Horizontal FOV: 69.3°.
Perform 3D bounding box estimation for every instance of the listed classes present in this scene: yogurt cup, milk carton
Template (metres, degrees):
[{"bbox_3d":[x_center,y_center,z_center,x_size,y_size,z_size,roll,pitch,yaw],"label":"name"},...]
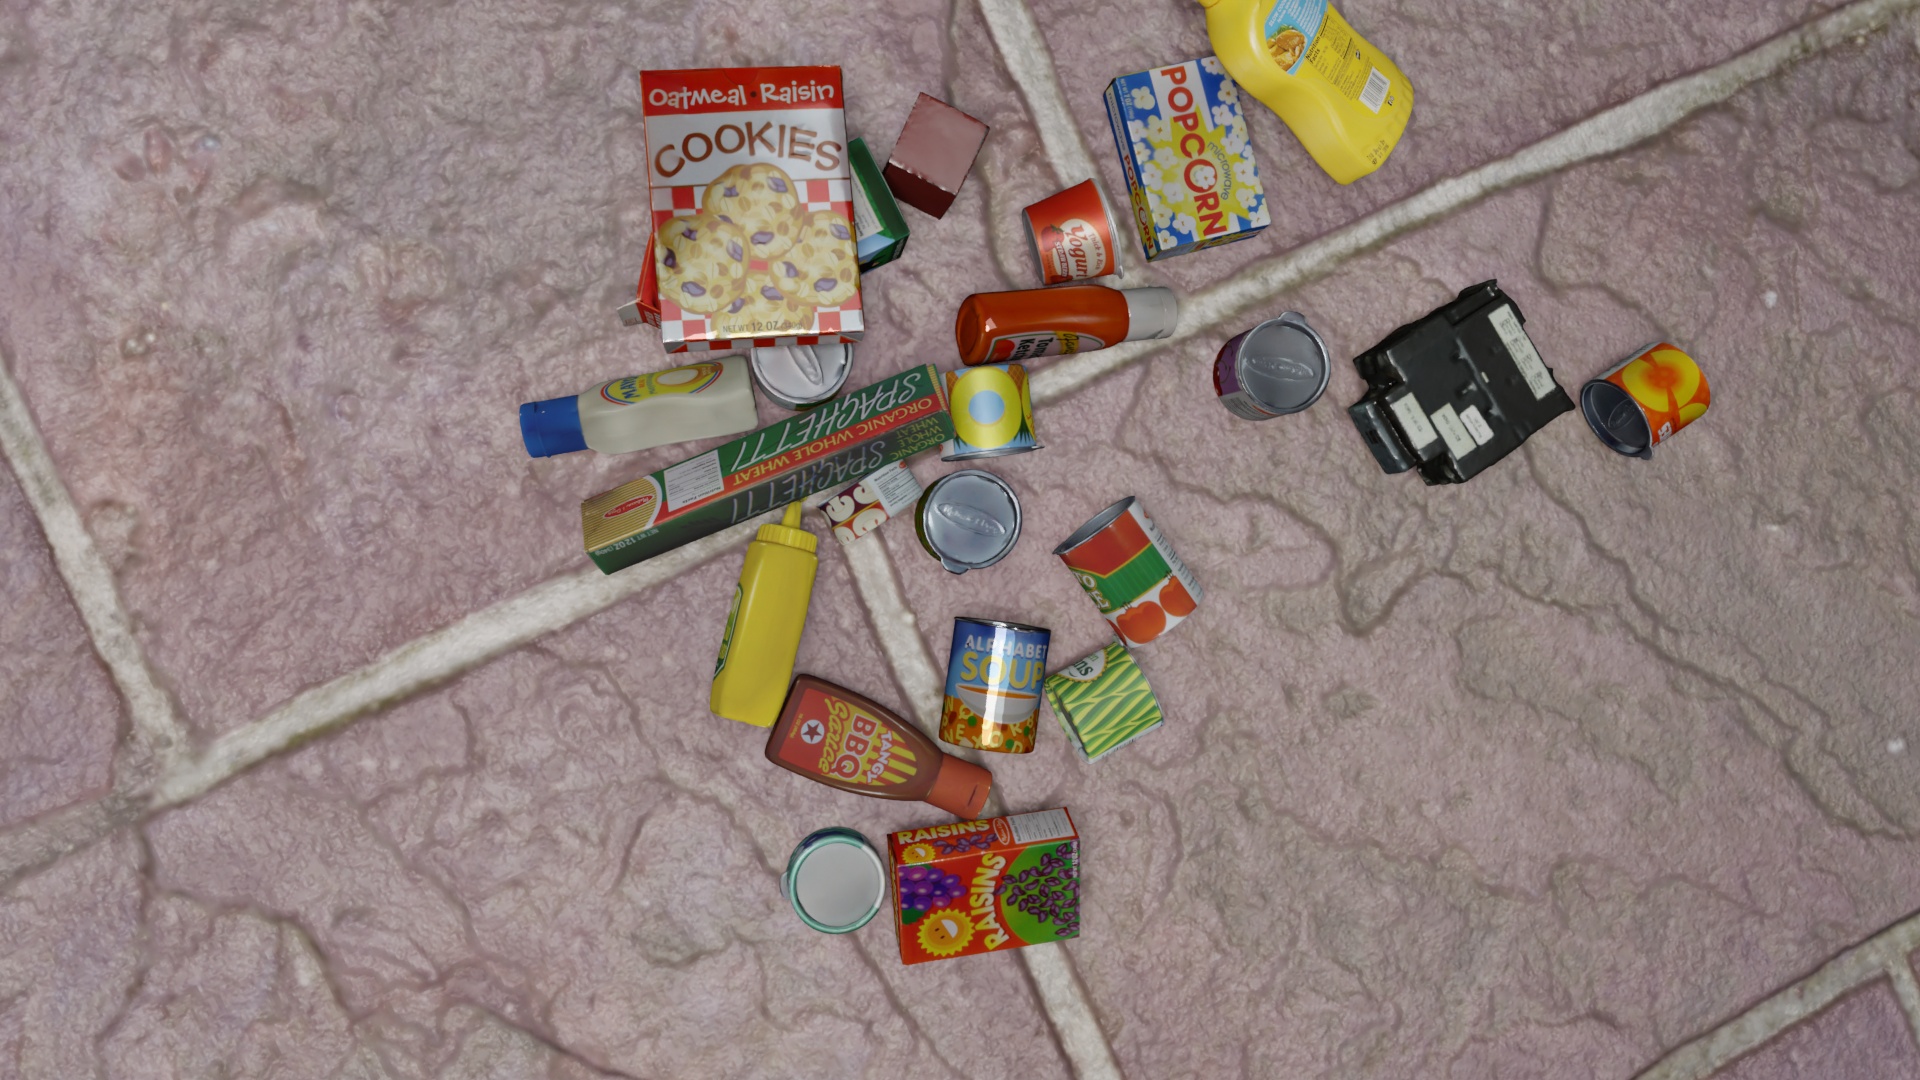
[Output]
[{"bbox_3d":[0.075,-0.208,0.950,0.054,0.072,0.072,-17,92,0],"label":"yogurt cup"},{"bbox_3d":[-0.136,-0.186,0.913,0.191,0.072,0.073,-27,92,-9],"label":"milk carton"}]

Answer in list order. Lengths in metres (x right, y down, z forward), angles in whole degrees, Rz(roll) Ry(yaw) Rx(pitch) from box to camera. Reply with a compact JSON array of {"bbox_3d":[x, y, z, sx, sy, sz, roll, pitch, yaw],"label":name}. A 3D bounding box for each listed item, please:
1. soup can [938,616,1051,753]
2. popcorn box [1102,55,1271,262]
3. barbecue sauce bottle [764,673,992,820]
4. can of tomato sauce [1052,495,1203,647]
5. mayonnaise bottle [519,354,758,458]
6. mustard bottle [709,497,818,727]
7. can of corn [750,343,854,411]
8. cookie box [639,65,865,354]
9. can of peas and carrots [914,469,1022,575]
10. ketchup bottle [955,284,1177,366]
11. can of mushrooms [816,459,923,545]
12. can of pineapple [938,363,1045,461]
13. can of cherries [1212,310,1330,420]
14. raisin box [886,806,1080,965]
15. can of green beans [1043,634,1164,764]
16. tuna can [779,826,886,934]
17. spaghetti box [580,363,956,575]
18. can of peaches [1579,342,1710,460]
[{"bbox_3d":[0.023,0.097,0.932,0.071,0.071,0.083,8,88,-8],"label":"soup can"},{"bbox_3d":[0.159,-0.269,0.976,0.085,0.038,0.126,-15,91,-10],"label":"popcorn box"},{"bbox_3d":[-0.053,0.145,0.934,0.148,0.043,0.065,24,86,-8],"label":"barbecue sauce bottle"},{"bbox_3d":[0.115,0.023,0.951,0.071,0.071,0.083,-38,95,-7],"label":"can of tomato sauce"},{"bbox_3d":[-0.208,-0.084,0.905,0.148,0.065,0.041,-11,124,-7],"label":"mayonnaise bottle"},{"bbox_3d":[-0.125,0.041,0.917,0.049,0.065,0.160,15,81,-14],"label":"mustard bottle"},{"bbox_3d":[-0.104,-0.122,0.923,0.071,0.058,0.071,0,89,-9],"label":"can of corn"},{"bbox_3d":[-0.128,-0.204,0.856,0.123,0.040,0.167,-5,88,-8],"label":"cookie box"},{"bbox_3d":[0.003,-0.012,0.937,0.071,0.058,0.071,0,90,-8],"label":"can of peas and carrots"},{"bbox_3d":[0.074,-0.151,0.951,0.149,0.064,0.043,-8,78,-17],"label":"ketchup bottle"},{"bbox_3d":[-0.061,-0.026,0.926,0.071,0.071,0.033,-34,95,-8],"label":"can of mushrooms"},{"bbox_3d":[0.018,-0.086,0.937,0.071,0.071,0.058,-7,90,-9],"label":"can of pineapple"},{"bbox_3d":[0.218,-0.121,0.973,0.071,0.058,0.071,0,89,-8],"label":"can of cherries"},{"bbox_3d":[0.016,0.231,0.930,0.123,0.040,0.085,-7,116,-9],"label":"raisin box"},{"bbox_3d":[0.097,0.110,0.946,0.058,0.071,0.071,-27,93,-8],"label":"can of green beans"},{"bbox_3d":[-0.086,0.229,0.932,0.071,0.033,0.071,0,89,-9],"label":"tuna can"},{"bbox_3d":[-0.124,-0.046,0.897,0.250,0.050,0.028,-21,137,3],"label":"spaghetti box"},{"bbox_3d":[0.500,-0.101,1.011,0.058,0.071,0.071,-32,94,-8],"label":"can of peaches"}]
